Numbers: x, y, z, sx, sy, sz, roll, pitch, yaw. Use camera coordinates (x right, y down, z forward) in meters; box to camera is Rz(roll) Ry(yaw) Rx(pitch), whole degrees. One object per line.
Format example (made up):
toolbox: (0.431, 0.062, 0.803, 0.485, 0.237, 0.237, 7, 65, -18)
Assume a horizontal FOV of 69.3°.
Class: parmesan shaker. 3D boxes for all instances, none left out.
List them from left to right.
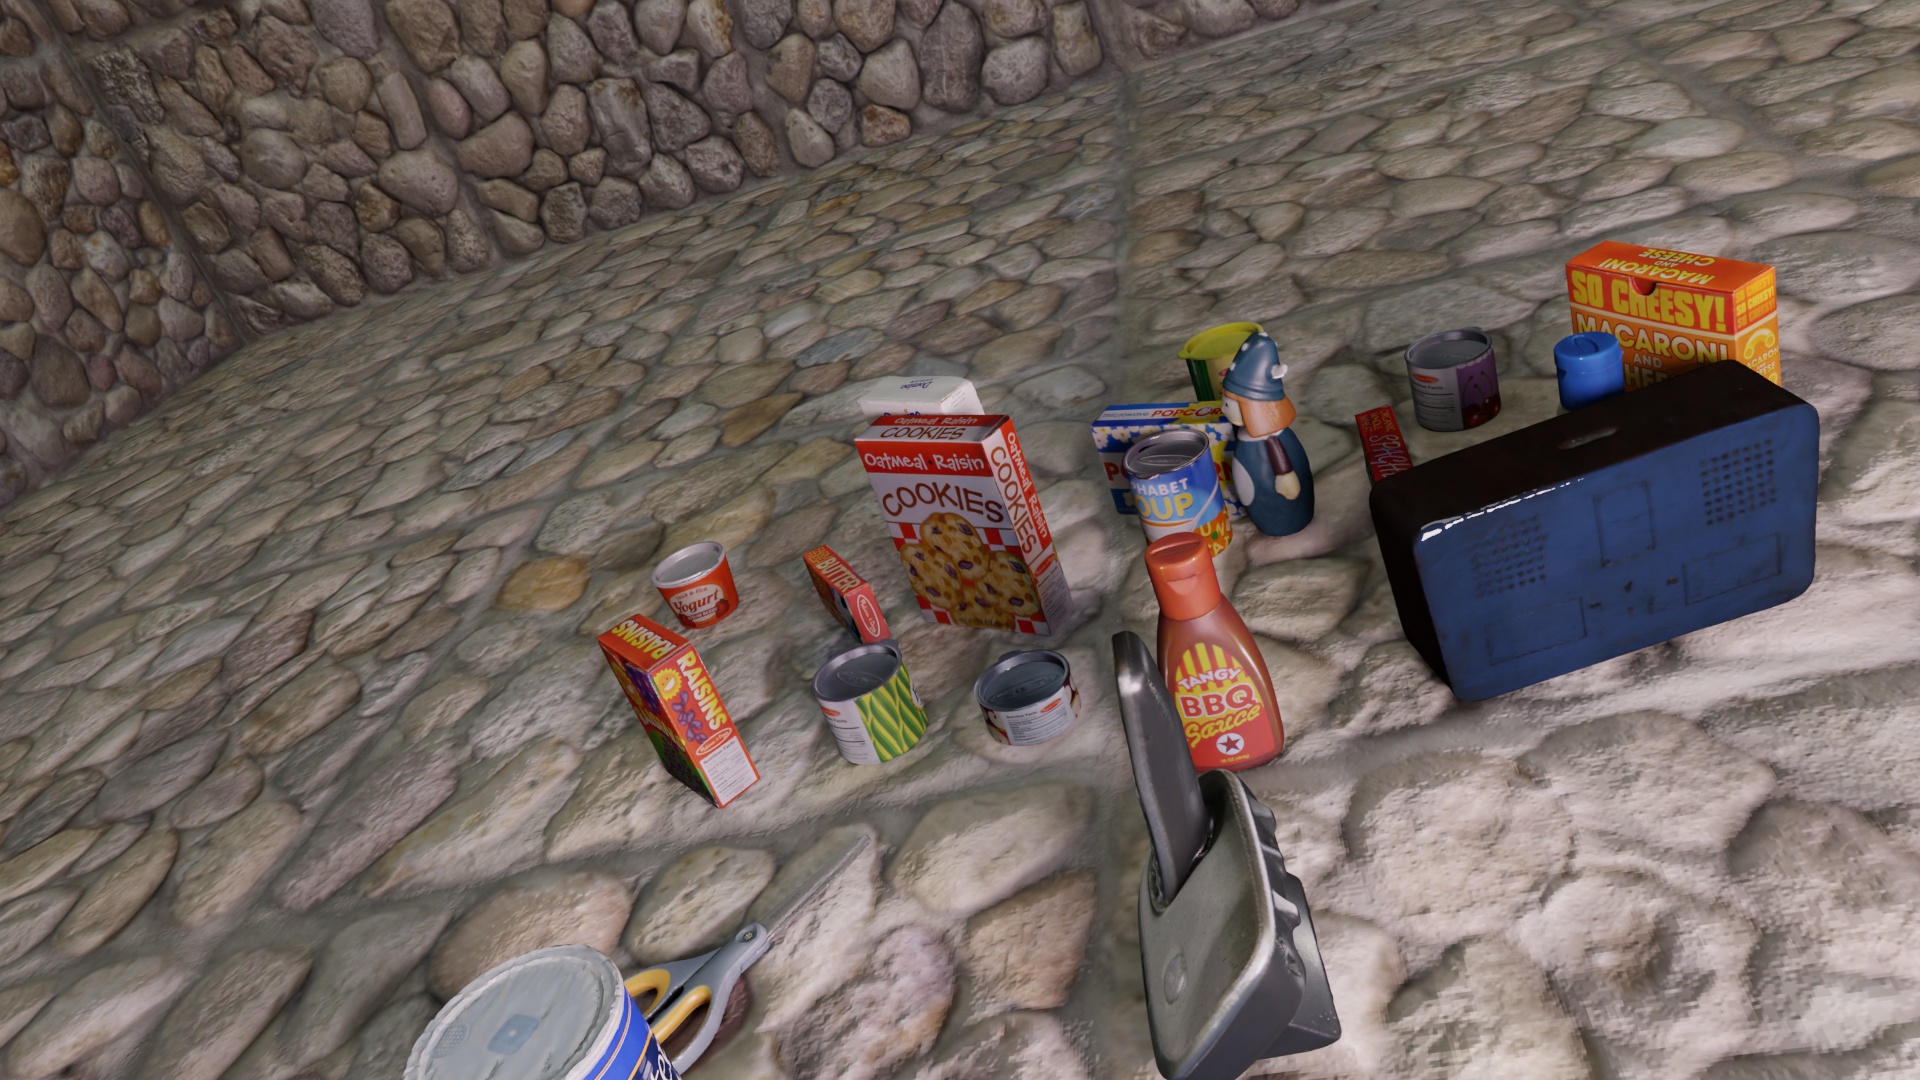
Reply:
parmesan shaker: (0.225, -0.119, 1.143, 0.071, 0.102, 0.071, -16, 27, 9)

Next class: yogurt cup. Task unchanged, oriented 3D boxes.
yogurt cup: (-0.228, 0.041, 1.212, 0.072, 0.053, 0.073, -16, 27, 9)

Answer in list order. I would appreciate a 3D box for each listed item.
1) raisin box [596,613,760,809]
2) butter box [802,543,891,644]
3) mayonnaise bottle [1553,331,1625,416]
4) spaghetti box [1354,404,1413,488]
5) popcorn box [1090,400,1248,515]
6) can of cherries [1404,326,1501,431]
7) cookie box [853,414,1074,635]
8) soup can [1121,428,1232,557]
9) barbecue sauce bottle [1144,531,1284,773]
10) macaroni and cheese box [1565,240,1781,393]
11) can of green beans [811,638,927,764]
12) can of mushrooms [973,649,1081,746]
raisin box: (-0.198, 0.118, 0.970, 0.040, 0.123, 0.086, -35, 30, -26)
butter box: (-0.092, 0.044, 1.114, 0.024, 0.053, 0.104, -28, 28, -15)
mayonnaise bottle: (0.395, -0.056, 0.860, 0.041, 0.147, 0.065, -16, 27, 9)
spaghetti box: (0.307, -0.019, 0.960, 0.028, 0.050, 0.251, -13, 28, 14)
popcorn box: (0.174, -0.065, 1.097, 0.126, 0.085, 0.038, 2, 34, 37)
can of cherries: (0.391, -0.128, 1.095, 0.071, 0.058, 0.072, -16, 27, 9)
cookie box: (0.004, -0.013, 1.027, 0.123, 0.166, 0.040, 4, 35, 39)
soup can: (0.162, -0.030, 1.043, 0.071, 0.083, 0.072, -16, 27, 9)
barbecue sauce bottle: (0.143, 0.065, 0.808, 0.065, 0.148, 0.044, -14, 27, 13)
macaroni and cheese box: (0.452, -0.098, 0.880, 0.040, 0.165, 0.124, -28, 28, -15)
can of green beans: (-0.062, 0.112, 0.961, 0.071, 0.057, 0.071, -16, 27, 9)
can of mushrooms: (0.045, 0.104, 0.930, 0.071, 0.033, 0.071, -16, 27, 9)
